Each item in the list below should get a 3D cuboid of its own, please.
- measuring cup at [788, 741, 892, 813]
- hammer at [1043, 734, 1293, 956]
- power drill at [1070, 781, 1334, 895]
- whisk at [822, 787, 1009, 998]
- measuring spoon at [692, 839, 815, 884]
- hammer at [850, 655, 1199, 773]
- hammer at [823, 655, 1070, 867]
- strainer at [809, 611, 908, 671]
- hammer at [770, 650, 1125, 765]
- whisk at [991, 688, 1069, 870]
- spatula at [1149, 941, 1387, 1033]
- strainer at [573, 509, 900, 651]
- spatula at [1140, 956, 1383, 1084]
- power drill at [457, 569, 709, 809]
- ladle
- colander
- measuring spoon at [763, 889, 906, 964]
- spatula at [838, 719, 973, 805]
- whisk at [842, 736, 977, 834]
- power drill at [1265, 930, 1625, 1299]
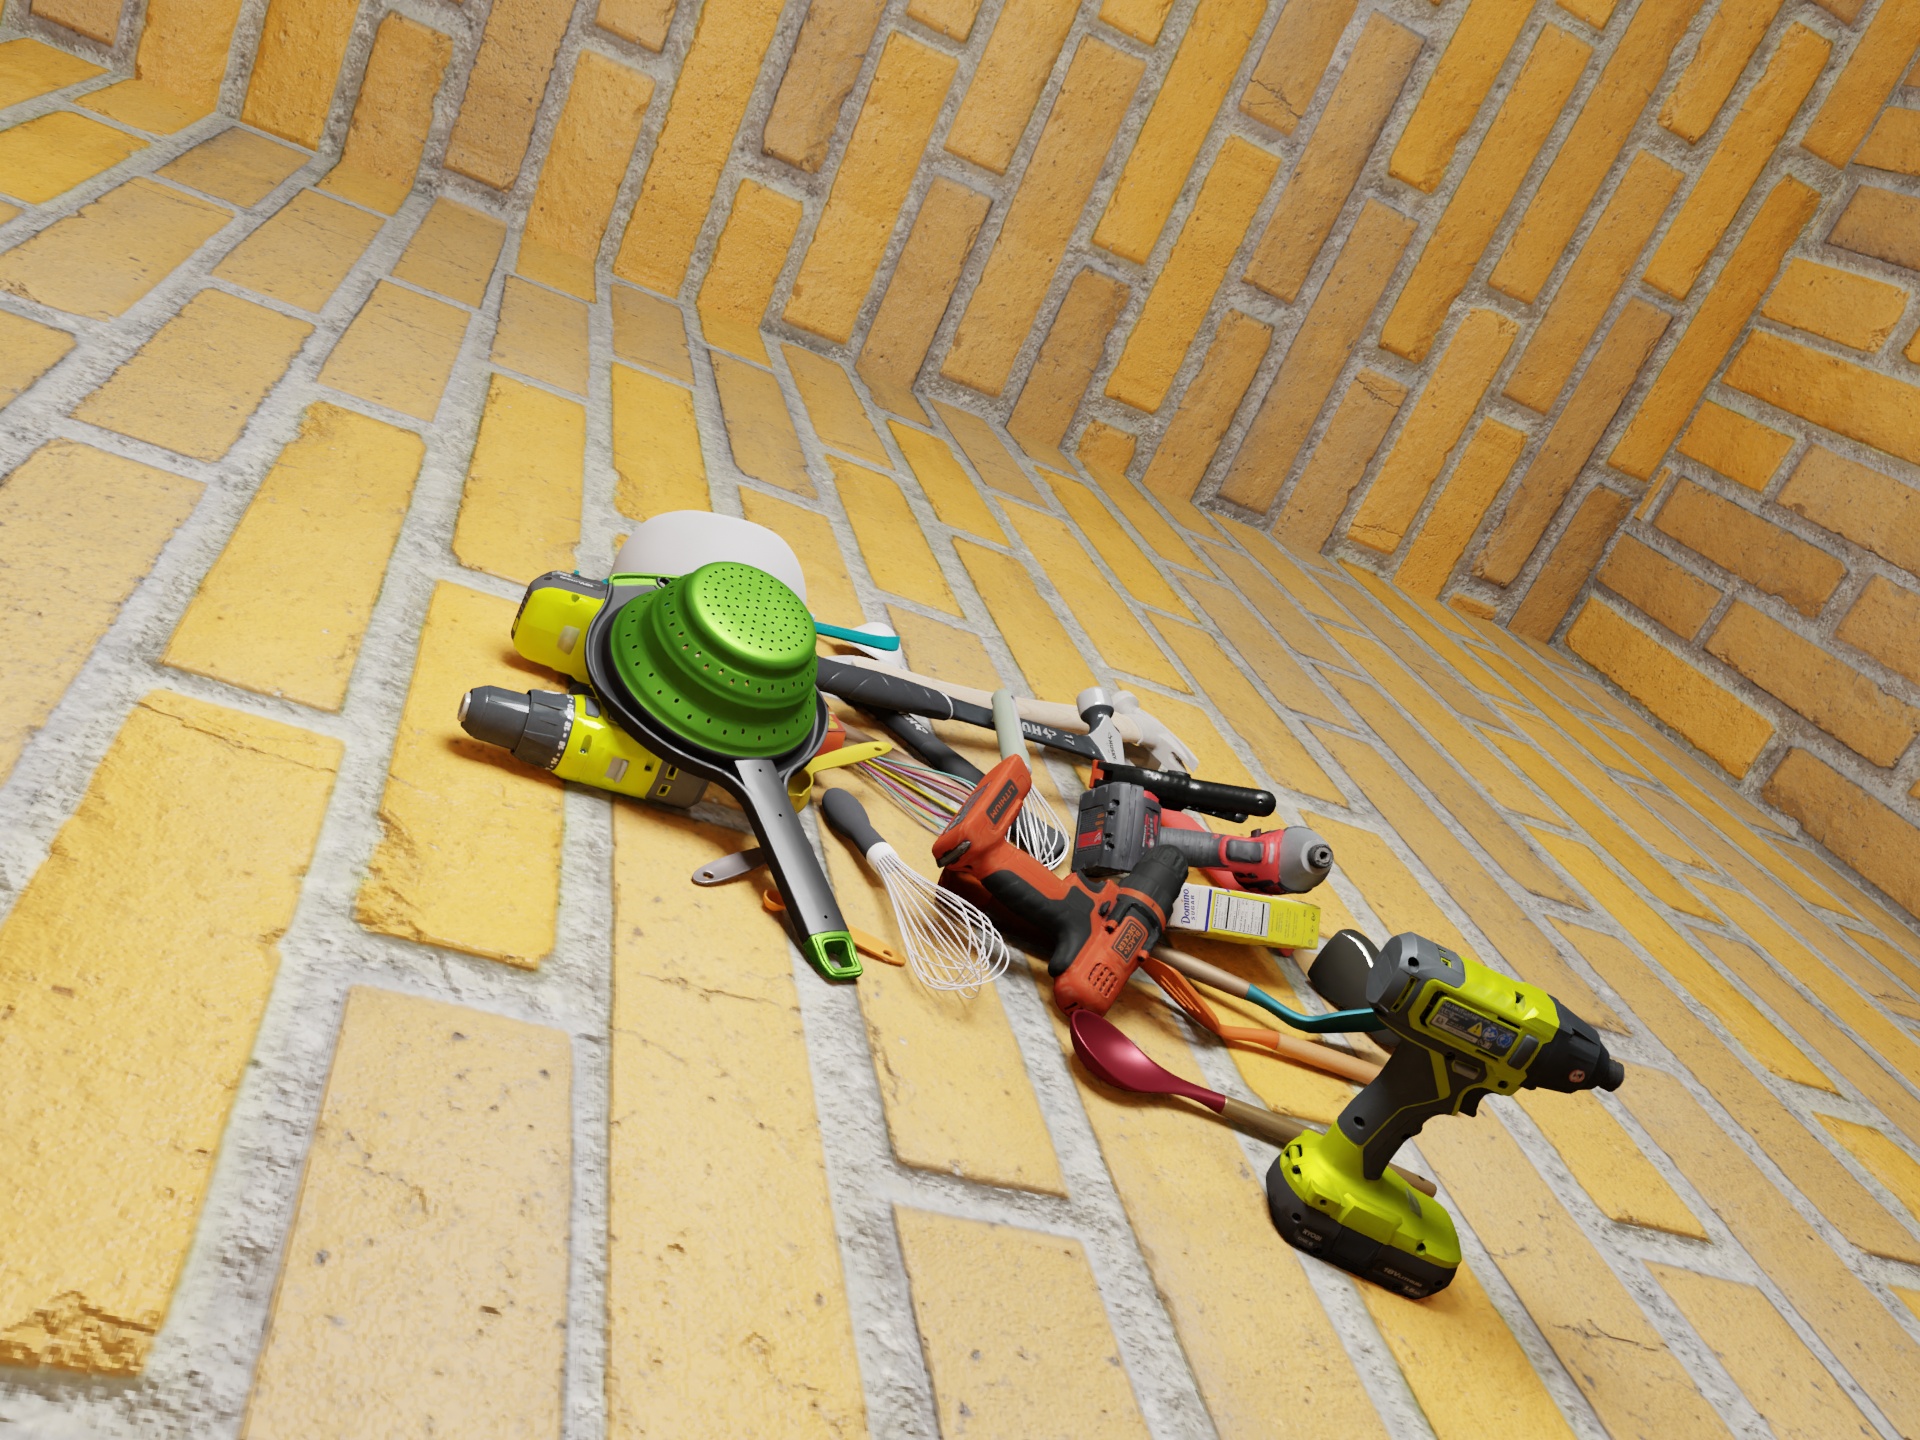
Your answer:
[{"bbox_3d":[-0.117,0.047,1.337,0.062,0.029,0.156,34,33,33],"label":"measuring cup"},{"bbox_3d":[0.226,0.114,1.611,0.149,0.036,0.359,11,24,-35],"label":"hammer"},{"bbox_3d":[0.221,0.114,1.427,0.219,0.078,0.143,10,-10,-12],"label":"power drill"},{"bbox_3d":[-0.046,0.124,1.241,0.070,0.070,0.285,12,20,-34],"label":"whisk"},{"bbox_3d":[-0.159,0.110,1.204,0.034,0.018,0.124,36,29,26],"label":"measuring spoon"},{"bbox_3d":[0.063,-0.006,1.612,0.410,0.038,0.146,10,26,-37],"label":"hammer"},{"bbox_3d":[-0.021,0.034,1.516,0.335,0.035,0.146,39,23,32],"label":"hammer"},{"bbox_3d":[-0.154,-0.105,1.695,0.258,0.050,0.087,21,2,-1],"label":"strainer"},{"bbox_3d":[-0.002,-0.005,1.463,0.408,0.036,0.149,15,49,-35],"label":"hammer"},{"bbox_3d":[0.052,0.050,1.377,0.059,0.057,0.247,-18,38,7],"label":"whisk"},{"bbox_3d":[0.221,0.209,1.346,0.317,0.044,0.082,23,-24,4],"label":"spatula"},{"bbox_3d":[-0.190,-0.140,1.511,0.340,0.095,0.211,15,11,33],"label":"strainer"},{"bbox_3d":[0.281,0.261,1.304,0.322,0.041,0.081,22,-6,-17],"label":"spatula"},{"bbox_3d":[-0.301,-0.028,1.271,0.190,0.080,0.229,17,27,-24],"label":"power drill"},{"bbox_3d":[0.216,0.291,1.176,0.315,0.031,0.069,24,23,-9],"label":"ladle"},{"bbox_3d":[-0.145,0.007,1.195,0.204,0.094,0.397,1,50,-41],"label":"colander"},{"bbox_3d":[-0.094,0.155,1.172,0.117,0.011,0.021,27,20,-7],"label":"measuring spoon"},{"bbox_3d":[-0.099,0.017,1.476,0.316,0.018,0.060,28,22,17],"label":"spatula"},{"bbox_3d":[-0.078,0.039,1.428,0.245,0.051,0.047,28,26,15],"label":"whisk"},{"bbox_3d":[0.319,0.269,1.065,0.171,0.223,0.080,25,20,-1],"label":"power drill"}]
